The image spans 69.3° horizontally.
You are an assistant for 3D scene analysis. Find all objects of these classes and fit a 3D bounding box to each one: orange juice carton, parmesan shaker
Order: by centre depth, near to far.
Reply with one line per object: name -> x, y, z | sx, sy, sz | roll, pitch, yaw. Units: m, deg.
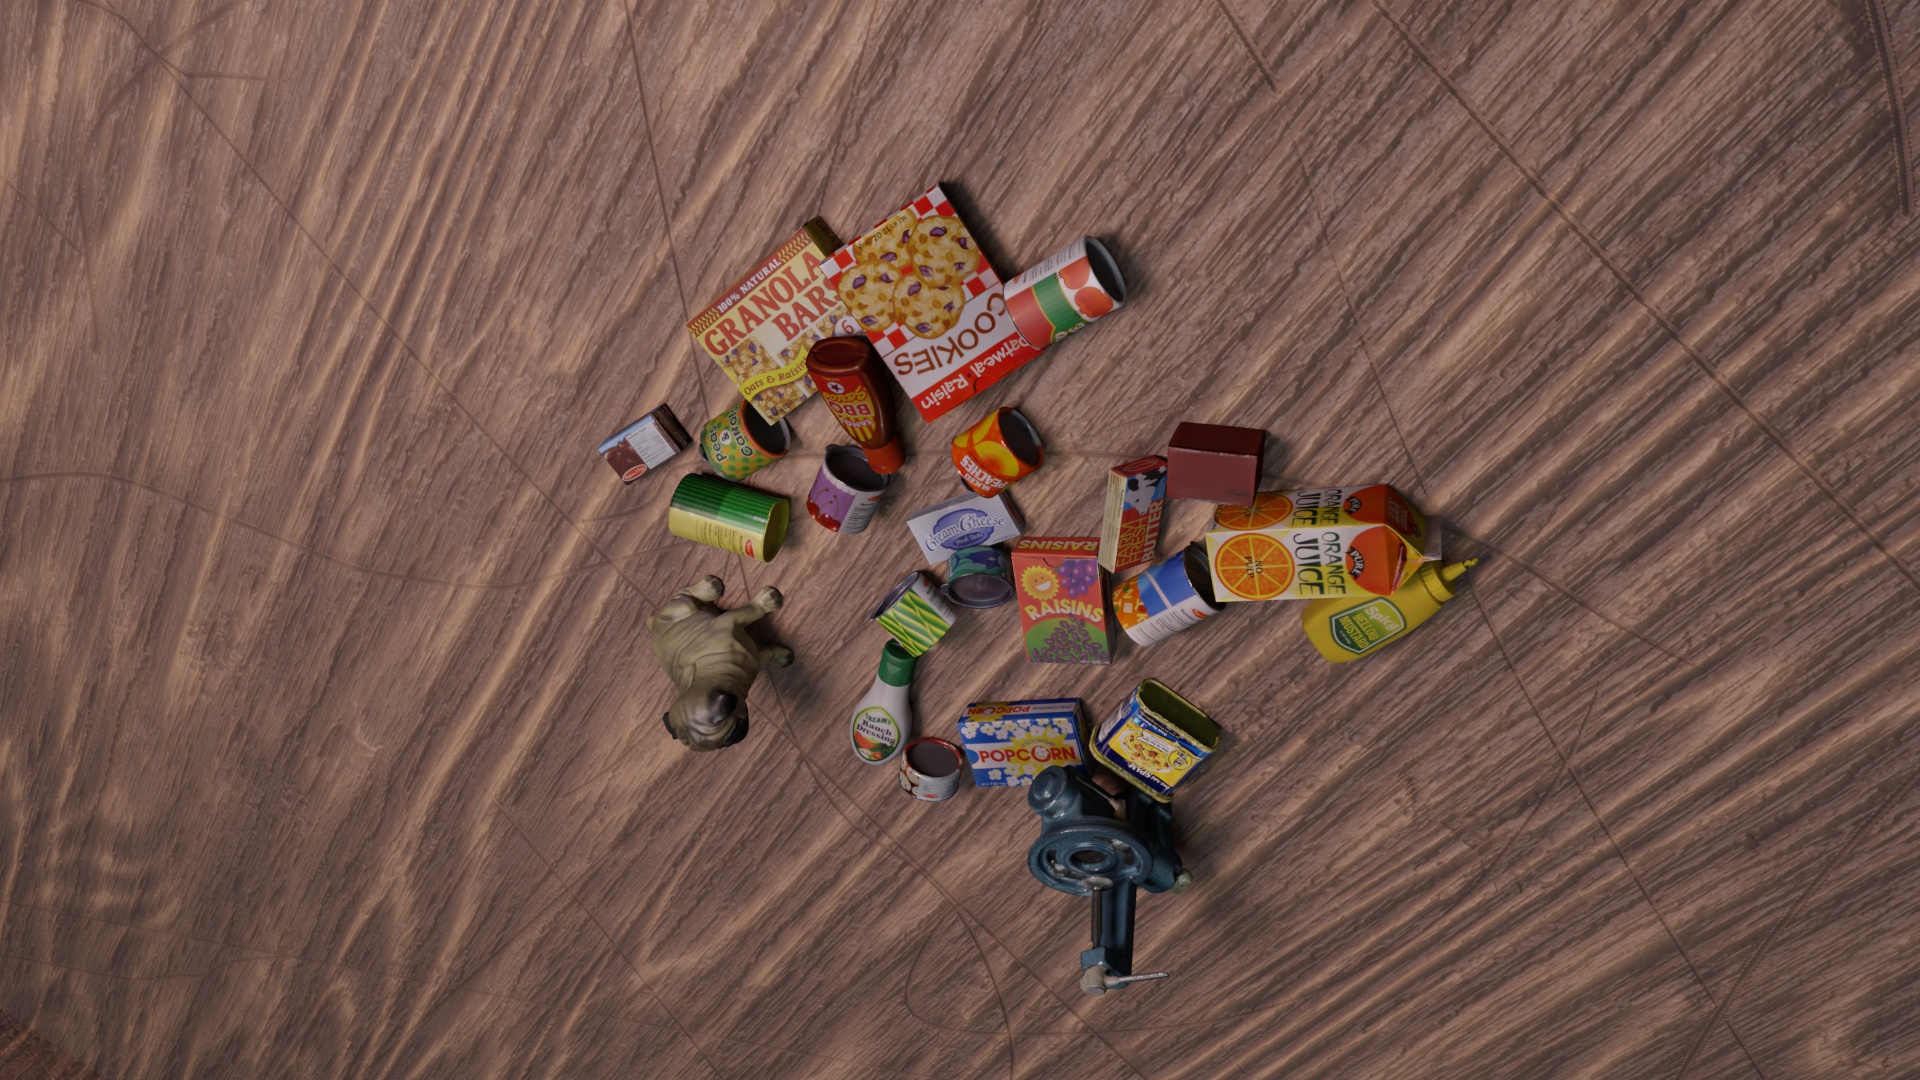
orange juice carton -> 0.316, 0.002, 1.205 | 0.192, 0.072, 0.072 | -3, 119, 21
parmesan shaker -> -0.230, -0.026, 1.382 | 0.103, 0.072, 0.071 | 16, 123, 10

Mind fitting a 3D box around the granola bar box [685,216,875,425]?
granola bar box -> -0.153, -0.198, 1.271 | 0.165, 0.039, 0.124 | -32, 105, 31

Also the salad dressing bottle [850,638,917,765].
salad dressing bottle -> -0.077, 0.169, 1.456 | 0.064, 0.044, 0.146 | 22, 124, 9

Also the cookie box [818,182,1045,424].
cookie box -> -0.024, -0.202, 1.199 | 0.123, 0.040, 0.167 | -32, 106, 10

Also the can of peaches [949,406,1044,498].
can of peaches -> 0.033, -0.079, 1.257 | 0.058, 0.071, 0.071 | -32, 105, 30

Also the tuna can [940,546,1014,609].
tuna can -> 0.016, 0.036, 1.336 | 0.071, 0.033, 0.070 | 0, 146, 0

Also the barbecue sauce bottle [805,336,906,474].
barbecue sauce bottle -> -0.087, -0.120, 1.261 | 0.065, 0.044, 0.148 | 9, 147, 25

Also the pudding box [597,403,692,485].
pudding box -> -0.317, -0.096, 1.393 | 0.083, 0.030, 0.049 | -27, 109, 30

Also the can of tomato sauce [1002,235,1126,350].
can of tomato sauce -> 0.089, -0.206, 1.166 | 0.083, 0.071, 0.071 | -26, 108, 29

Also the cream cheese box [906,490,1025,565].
cream cheese box -> 0.005, -0.017, 1.332 | 0.103, 0.024, 0.053 | -19, 110, 28

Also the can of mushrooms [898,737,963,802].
can of mushrooms -> -0.032, 0.241, 1.472 | 0.071, 0.071, 0.033 | 18, 124, 9

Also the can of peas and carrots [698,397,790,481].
can of peas and carrots -> -0.207, -0.098, 1.330 | 0.058, 0.071, 0.071 | -27, 108, 29

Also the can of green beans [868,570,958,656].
can of green beans -> -0.044, 0.073, 1.376 | 0.058, 0.071, 0.071 | 45, 123, -10

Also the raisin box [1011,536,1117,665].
raisin box -> 0.100, 0.058, 1.333 | 0.086, 0.040, 0.122 | 1, 119, 19

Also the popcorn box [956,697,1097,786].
popcorn box -> 0.070, 0.209, 1.433 | 0.126, 0.038, 0.085 | -6, 118, 22

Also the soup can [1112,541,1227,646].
soup can -> 0.192, 0.050, 1.282 | 0.083, 0.072, 0.071 | -31, 105, 32

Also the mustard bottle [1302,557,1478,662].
mustard bottle -> 0.382, 0.052, 1.225 | 0.159, 0.049, 0.065 | -33, 107, 32

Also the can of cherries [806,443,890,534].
can of cherries -> -0.110, -0.050, 1.329 | 0.071, 0.072, 0.058 | 29, 125, 1

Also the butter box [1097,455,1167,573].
butter box -> 0.156, -0.023, 1.257 | 0.024, 0.053, 0.103 | 38, 135, 43
